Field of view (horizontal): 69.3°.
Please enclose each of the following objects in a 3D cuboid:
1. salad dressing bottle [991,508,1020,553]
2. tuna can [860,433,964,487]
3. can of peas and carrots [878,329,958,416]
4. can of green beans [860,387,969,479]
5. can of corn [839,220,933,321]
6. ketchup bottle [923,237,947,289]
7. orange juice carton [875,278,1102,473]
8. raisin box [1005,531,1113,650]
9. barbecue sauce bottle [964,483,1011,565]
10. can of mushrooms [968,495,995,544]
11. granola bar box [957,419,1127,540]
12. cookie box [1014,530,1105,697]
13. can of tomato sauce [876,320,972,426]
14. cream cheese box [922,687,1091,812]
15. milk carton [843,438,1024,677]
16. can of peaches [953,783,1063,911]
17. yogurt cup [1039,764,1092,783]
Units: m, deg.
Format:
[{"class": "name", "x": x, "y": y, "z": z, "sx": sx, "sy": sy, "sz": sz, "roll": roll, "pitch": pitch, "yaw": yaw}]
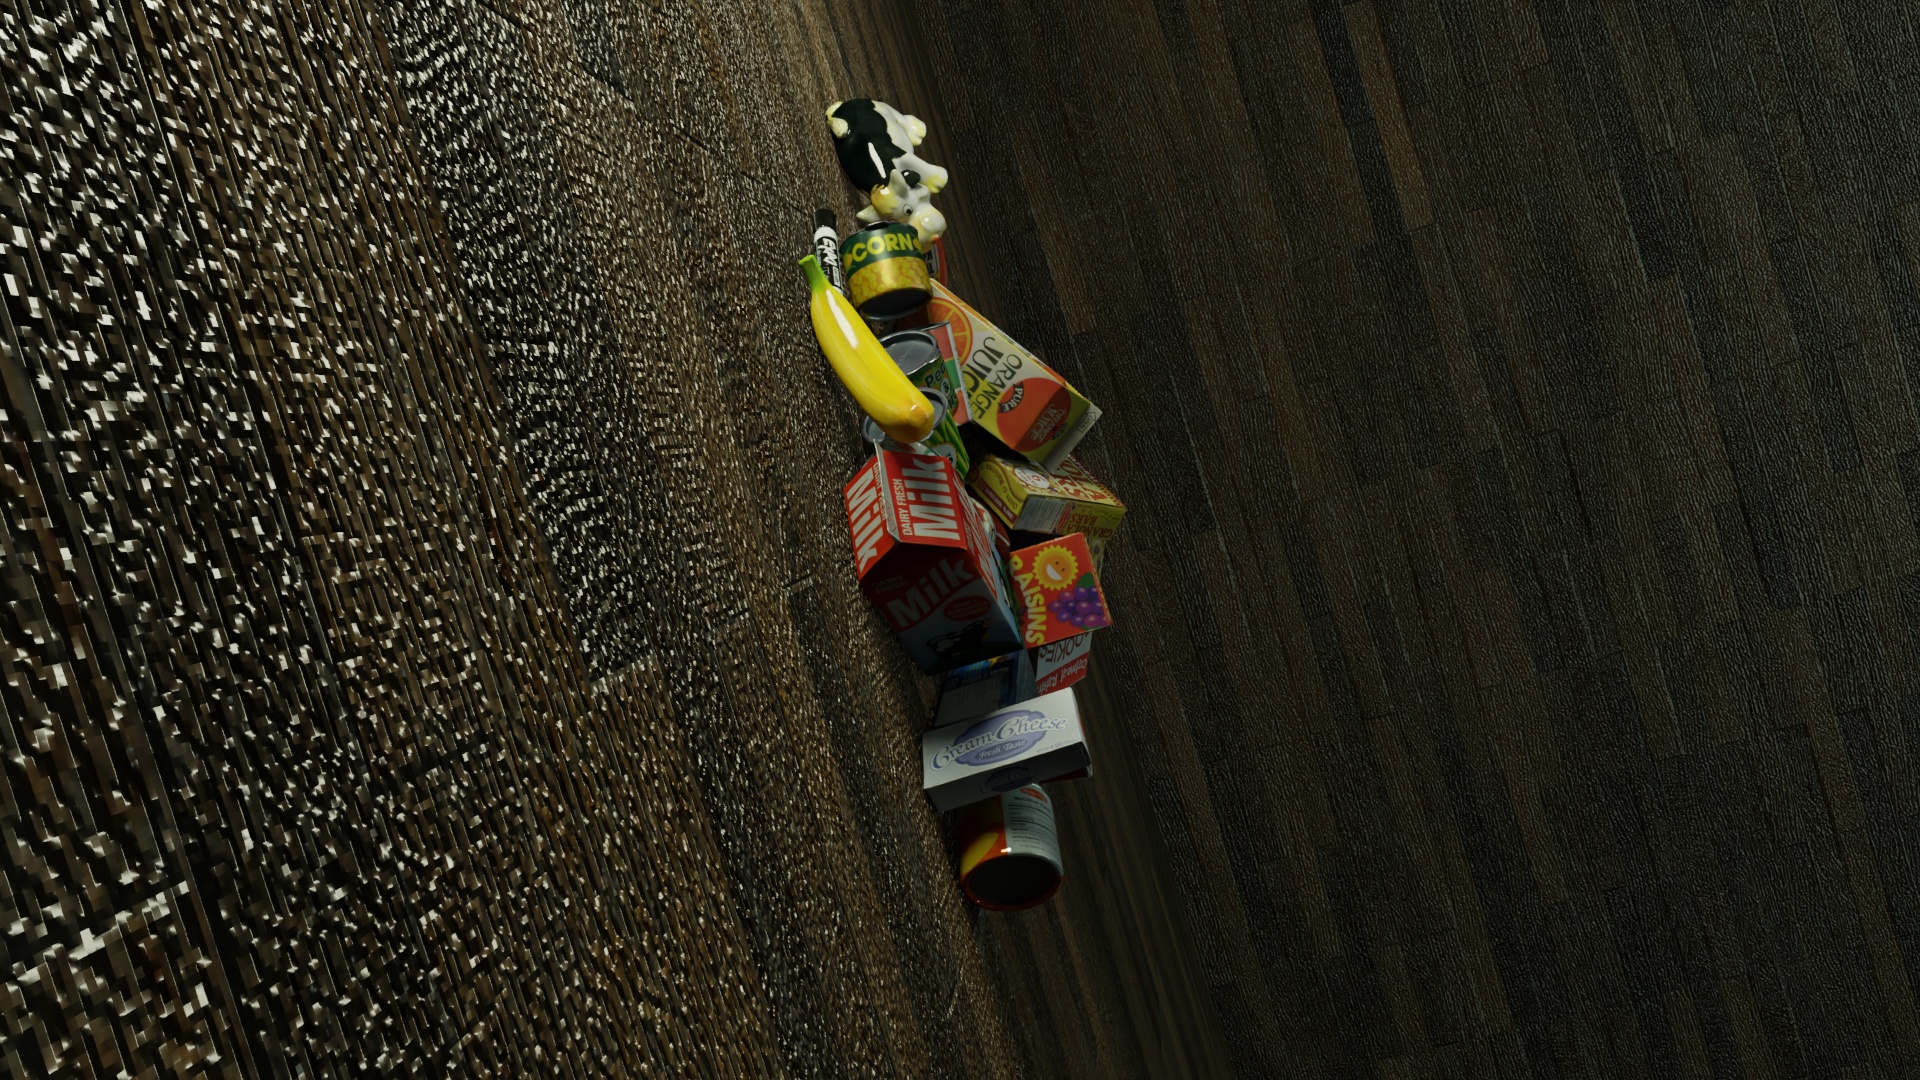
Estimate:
[{"class": "salad dressing bottle", "x": 0.045, "y": 0.026, "z": 1.300, "sx": 0.147, "sy": 0.064, "sz": 0.044, "roll": 83, "pitch": -6, "yaw": -51}, {"class": "tuna can", "x": -0.032, "y": -0.040, "z": 0.947, "sx": 0.071, "sy": 0.033, "sz": 0.071, "roll": 32, "pitch": -17, "yaw": 12}, {"class": "can of peas and carrots", "x": -0.038, "y": -0.119, "z": 1.061, "sx": 0.071, "sy": 0.071, "sz": 0.058, "roll": -97, "pitch": 169, "yaw": -51}, {"class": "can of green beans", "x": -0.032, "y": -0.069, "z": 1.015, "sx": 0.071, "sy": 0.071, "sz": 0.057, "roll": -97, "pitch": 169, "yaw": -50}, {"class": "can of corn", "x": -0.060, "y": -0.218, "z": 1.130, "sx": 0.071, "sy": 0.071, "sz": 0.058, "roll": 40, "pitch": 35, "yaw": -77}, {"class": "ketchup bottle", "x": -0.041, "y": -0.242, "z": 1.346, "sx": 0.044, "sy": 0.065, "sz": 0.148, "roll": -103, "pitch": -179, "yaw": -60}, {"class": "orange juice carton", "x": 0.025, "y": -0.142, "z": 1.202, "sx": 0.193, "sy": 0.071, "sz": 0.073, "roll": 37, "pitch": 11, "yaw": -2}, {"class": "raisin box", "x": 0.059, "y": 0.050, "z": 1.194, "sx": 0.040, "sy": 0.123, "sz": 0.086, "roll": 12, "pitch": 61, "yaw": -81}, {"class": "barbecue sauce bottle", "x": 0.004, "y": -0.015, "z": 1.195, "sx": 0.149, "sy": 0.065, "sz": 0.043, "roll": -106, "pitch": -142, "yaw": -72}, {"class": "can of mushrooms", "x": -0.007, "y": -0.002, "z": 1.047, "sx": 0.033, "sy": 0.071, "sz": 0.071, "roll": 32, "pitch": 42, "yaw": -78}, {"class": "granola bar box", "x": 0.055, "y": -0.066, "z": 1.255, "sx": 0.124, "sy": 0.039, "sz": 0.166, "roll": 7, "pitch": 30, "yaw": -41}, {"class": "cookie box", "x": 0.086, "y": 0.061, "z": 1.292, "sx": 0.123, "sy": 0.040, "sz": 0.167, "roll": -18, "pitch": 118, "yaw": -59}, {"class": "can of tomato sauce", "x": -0.033, "y": -0.131, "z": 1.137, "sx": 0.071, "sy": 0.071, "sz": 0.083, "roll": -72, "pitch": 149, "yaw": -77}, {"class": "cream cheese box", "x": 0.027, "y": 0.132, "z": 0.874, "sx": 0.053, "sy": 0.104, "sz": 0.024, "roll": -97, "pitch": 166, "yaw": -57}, {"class": "milk carton", "x": -0.021, "y": 0.012, "z": 0.898, "sx": 0.189, "sy": 0.073, "sz": 0.072, "roll": 61, "pitch": 14, "yaw": -56}, {"class": "can of peaches", "x": 0.029, "y": 0.199, "z": 0.897, "sx": 0.058, "sy": 0.071, "sz": 0.071, "roll": -98, "pitch": 169, "yaw": -48}, {"class": "yogurt cup", "x": 0.096, "y": 0.207, "z": 1.377, "sx": 0.072, "sy": 0.054, "sz": 0.072, "roll": -19, "pitch": 92, "yaw": -82}]
